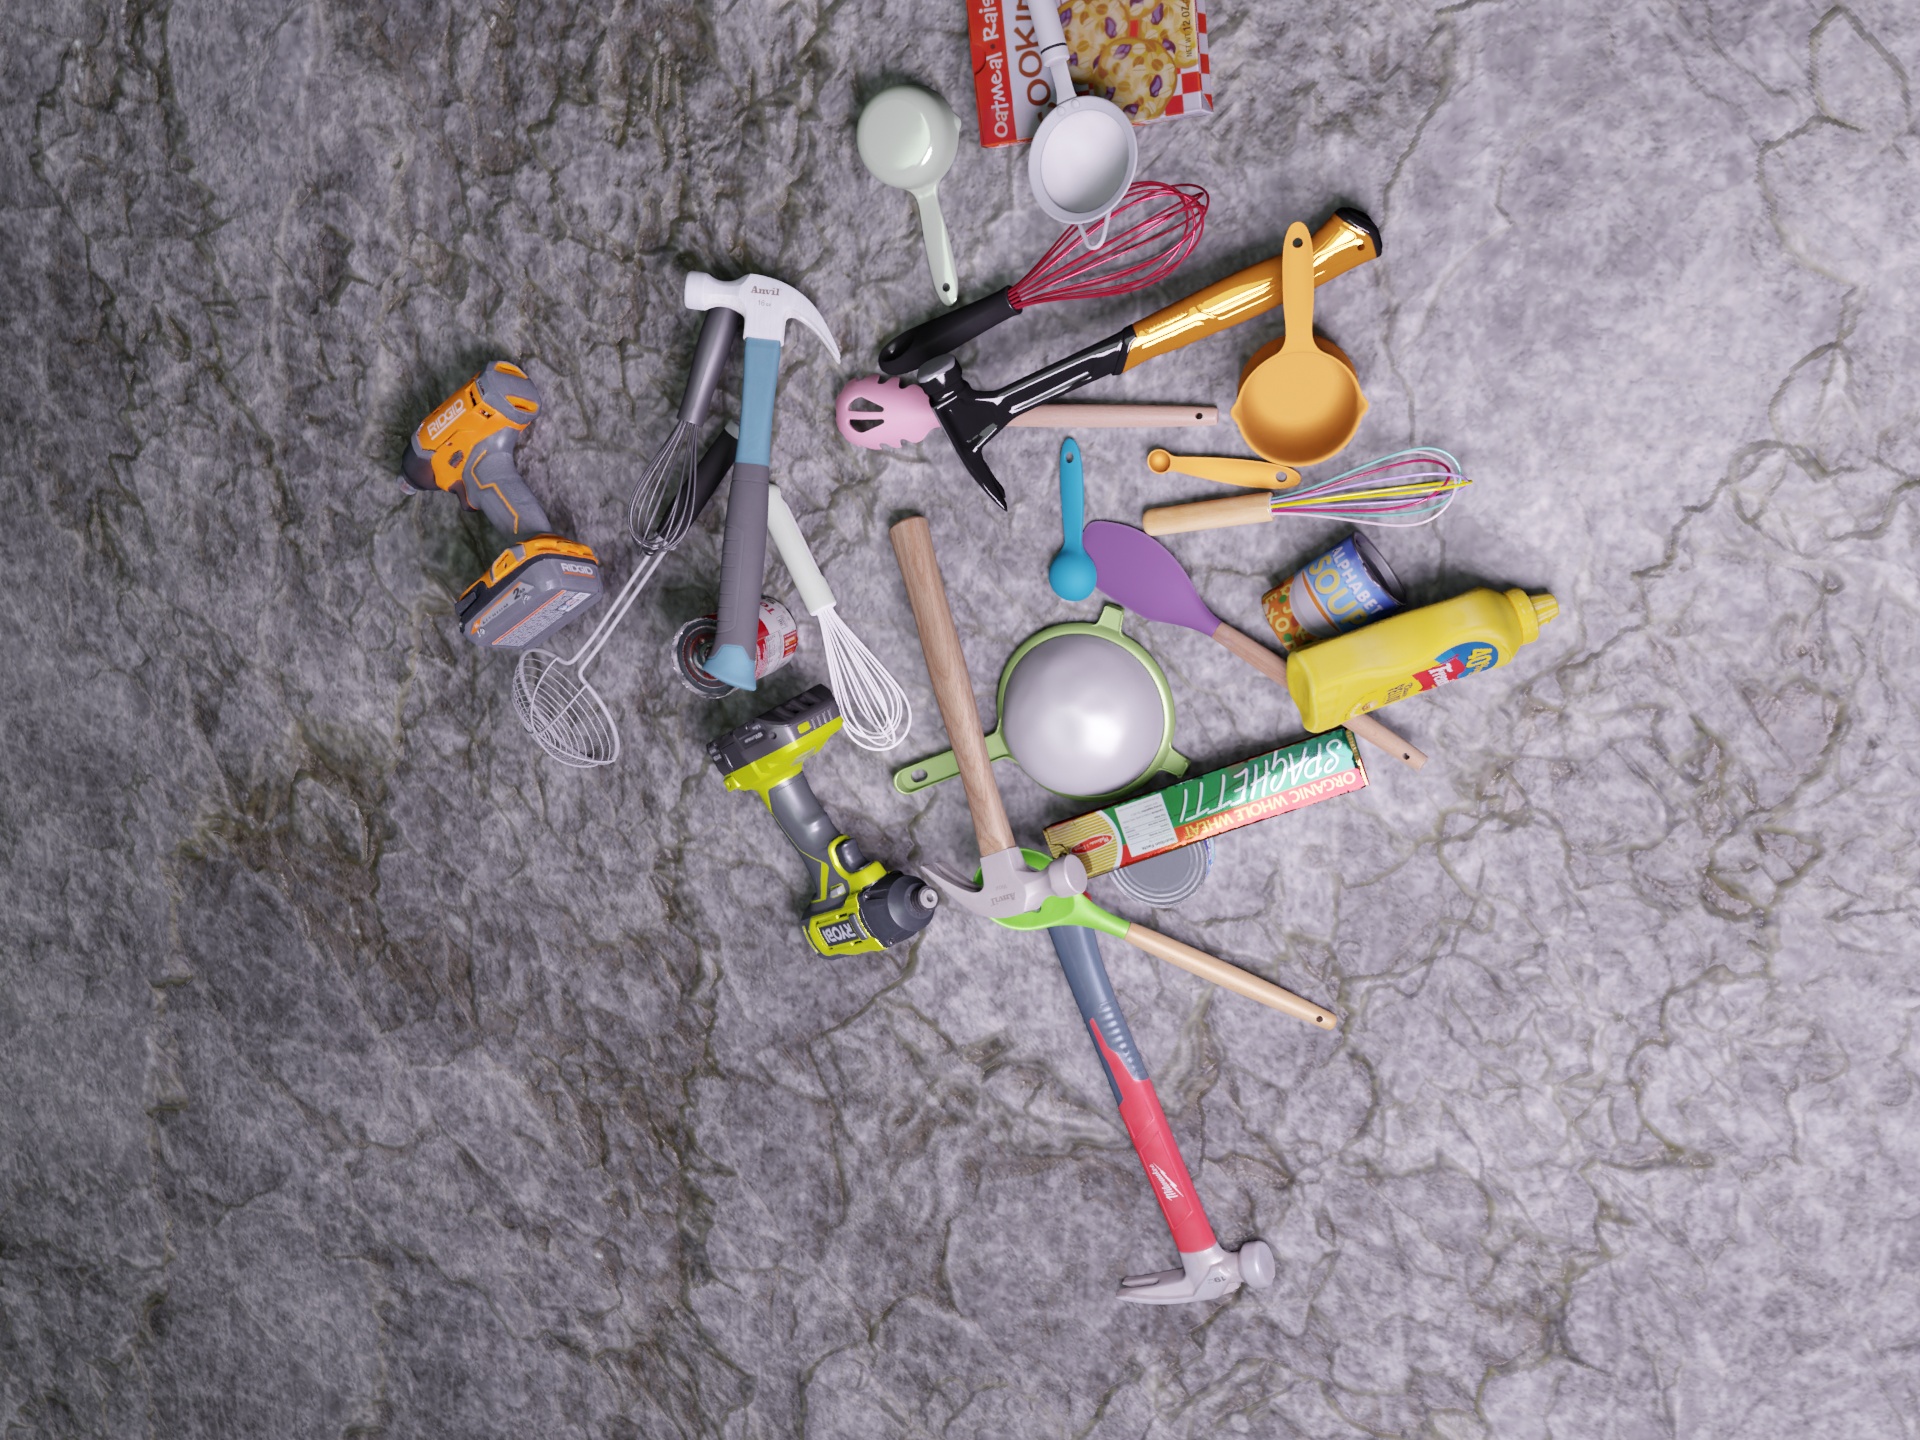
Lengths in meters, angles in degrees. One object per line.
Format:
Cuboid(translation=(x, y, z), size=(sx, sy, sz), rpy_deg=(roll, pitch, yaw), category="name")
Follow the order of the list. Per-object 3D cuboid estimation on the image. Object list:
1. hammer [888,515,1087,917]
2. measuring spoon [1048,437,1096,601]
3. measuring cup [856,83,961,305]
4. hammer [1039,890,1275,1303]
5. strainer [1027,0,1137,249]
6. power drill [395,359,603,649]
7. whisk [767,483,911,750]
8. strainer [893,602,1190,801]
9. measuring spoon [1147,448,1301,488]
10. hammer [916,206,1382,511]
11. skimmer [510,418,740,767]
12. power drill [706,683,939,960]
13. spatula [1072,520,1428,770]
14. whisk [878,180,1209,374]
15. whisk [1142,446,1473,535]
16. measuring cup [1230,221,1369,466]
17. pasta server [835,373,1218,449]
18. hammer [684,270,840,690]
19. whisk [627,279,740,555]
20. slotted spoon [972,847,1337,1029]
Cuboid(translation=(-0.002, -0.004, 1.270), size=(0.130, 0.031, 0.331), rpy_deg=(-23, 78, 33), category="hammer")
Cuboid(translation=(0.083, -0.156, 1.247), size=(0.042, 0.021, 0.128), rpy_deg=(7, 106, 37), category="measuring spoon")
Cuboid(translation=(-0.032, -0.401, 1.216), size=(0.083, 0.038, 0.167), rpy_deg=(-10, 99, 24), category="measuring cup")
Cuboid(translation=(0.134, 0.319, 1.358), size=(0.143, 0.038, 0.386), rpy_deg=(-19, 97, 27), category="hammer")
Cuboid(translation=(0.071, -0.458, 1.113), size=(0.087, 0.050, 0.258), rpy_deg=(-12, 99, 33), category="strainer")
Cuboid(translation=(-0.413, -0.178, 1.391), size=(0.164, 0.084, 0.227), rpy_deg=(-31, 74, 27), category="power drill")
Cuboid(translation=(-0.111, -0.087, 1.340), size=(0.059, 0.058, 0.246), rpy_deg=(-26, 92, -8), category="whisk")
Cuboid(translation=(0.046, 0.019, 1.289), size=(0.256, 0.069, 0.151), rpy_deg=(-21, 96, 24), category="strainer")
Cuboid(translation=(0.199, -0.191, 1.202), size=(0.117, 0.011, 0.021), rpy_deg=(10, 120, 16), category="measuring spoon")
Cuboid(translation=(0.144, -0.272, 1.153), size=(0.337, 0.034, 0.127), rpy_deg=(-23, 124, 14), category="hammer")
Cuboid(translation=(-0.281, -0.111, 1.407), size=(0.127, 0.090, 0.363), rpy_deg=(40, 105, 10), category="skimmer")
Cuboid(translation=(-0.110, 0.090, 1.345), size=(0.171, 0.080, 0.223), rpy_deg=(-24, 96, 53), category="power drill")
Cuboid(translation=(0.218, -0.057, 1.213), size=(0.316, 0.018, 0.059), rpy_deg=(36, 117, 16), category="spatula")
Cuboid(translation=(0.056, -0.324, 1.194), size=(0.296, 0.073, 0.073), rpy_deg=(-19, 97, 31), category="whisk")
Cuboid(translation=(0.249, -0.161, 1.168), size=(0.245, 0.047, 0.051), rpy_deg=(-4, 130, 27), category="whisk")
Cuboid(translation=(0.237, -0.268, 1.117), size=(0.095, 0.052, 0.173), rpy_deg=(-1, 120, 11), category="measuring cup")
Cuboid(translation=(0.044, -0.239, 1.242), size=(0.316, 0.040, 0.060), rpy_deg=(4, 106, 17), category="pasta server")
Cuboid(translation=(-0.169, -0.190, 1.270), size=(0.128, 0.033, 0.331), rpy_deg=(5, 87, -3), category="hammer")
Cuboid(translation=(-0.224, -0.247, 1.309), size=(0.055, 0.055, 0.239), rpy_deg=(20, 94, 16), category="whisk")
Cuboid(translation=(0.158, 0.183, 1.290), size=(0.314, 0.031, 0.070), rpy_deg=(23, 101, 3), category="slotted spoon")
